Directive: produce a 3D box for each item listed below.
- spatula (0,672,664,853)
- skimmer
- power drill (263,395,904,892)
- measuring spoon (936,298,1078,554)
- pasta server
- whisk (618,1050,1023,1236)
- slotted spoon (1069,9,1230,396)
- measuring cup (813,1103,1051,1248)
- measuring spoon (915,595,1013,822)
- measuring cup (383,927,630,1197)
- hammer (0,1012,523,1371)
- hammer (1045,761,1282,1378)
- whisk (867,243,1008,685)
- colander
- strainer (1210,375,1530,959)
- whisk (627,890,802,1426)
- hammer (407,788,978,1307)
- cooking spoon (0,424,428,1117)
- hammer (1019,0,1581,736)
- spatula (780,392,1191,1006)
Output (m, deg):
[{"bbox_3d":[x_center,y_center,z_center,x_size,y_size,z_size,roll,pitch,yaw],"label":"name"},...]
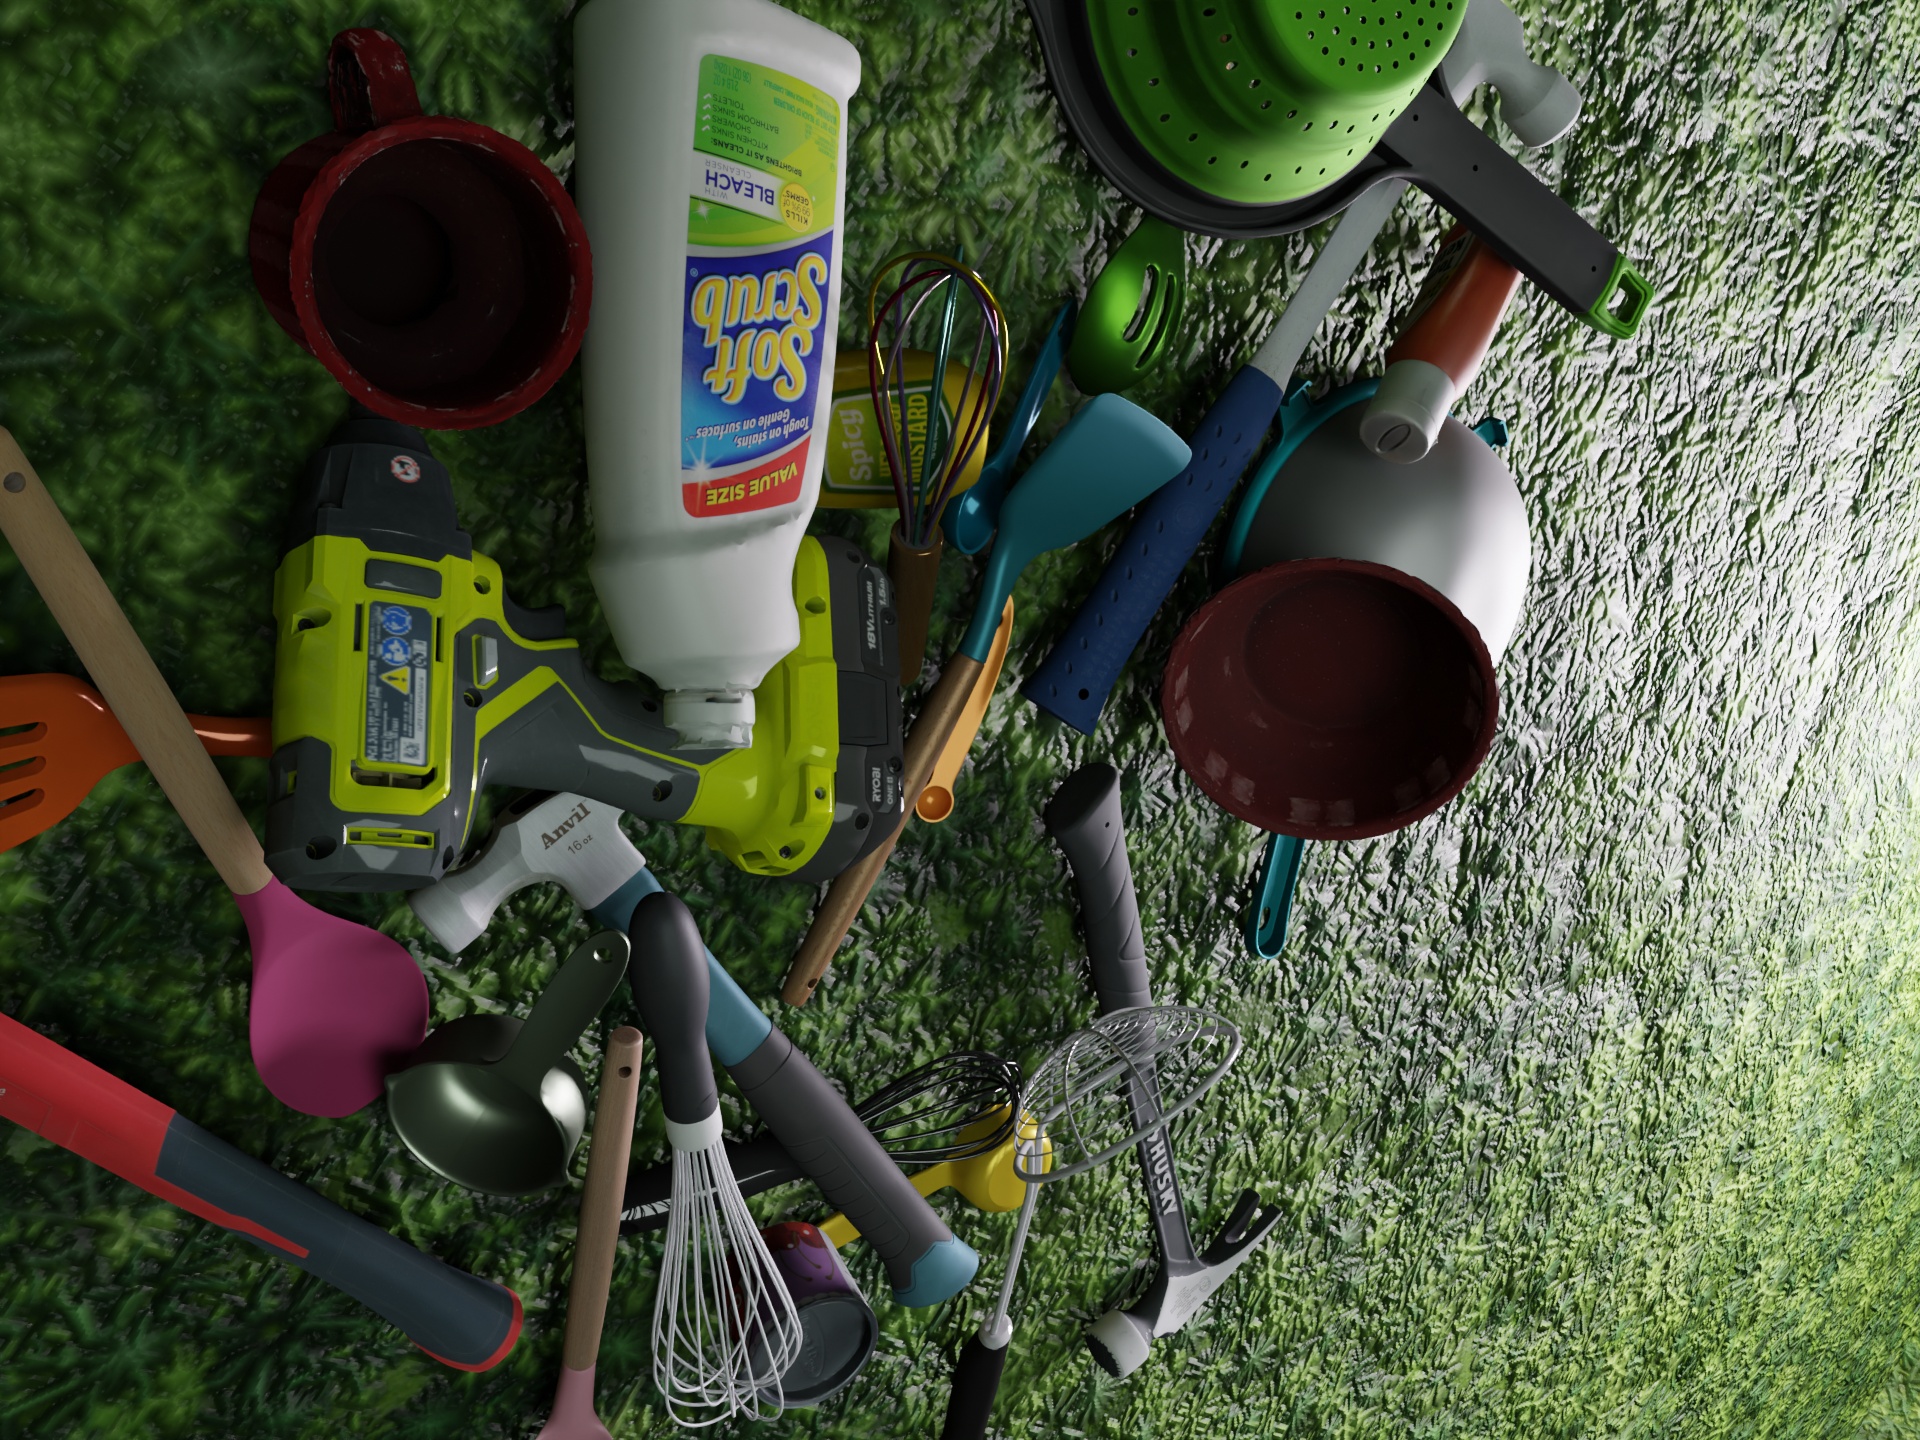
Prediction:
[{"bbox_3d":[-0.215,0.010,0.577,0.322,0.041,0.081,-4,123,-38],"label":"spatula"},{"bbox_3d":[0.054,0.296,0.838,0.127,0.090,0.363,-33,141,-53],"label":"skimmer"},{"bbox_3d":[-0.133,-0.022,0.584,0.223,0.080,0.171,8,73,-39],"label":"power drill"},{"bbox_3d":[0.019,-0.136,0.717,0.128,0.021,0.042,-65,157,-8],"label":"measuring spoon"},{"bbox_3d":[-0.163,0.267,0.699,0.060,0.040,0.316,1,118,-23],"label":"pasta server"},{"bbox_3d":[-0.069,0.209,0.775,0.239,0.055,0.055,-9,114,-30],"label":"whisk"},{"bbox_3d":[0.112,-0.297,0.711,0.070,0.031,0.313,4,105,-52],"label":"slotted spoon"},{"bbox_3d":[-0.016,0.255,0.842,0.156,0.029,0.062,-19,119,-31],"label":"measuring cup"},{"bbox_3d":[0.001,-0.007,0.761,0.021,0.011,0.117,16,95,-23],"label":"measuring spoon"},{"bbox_3d":[-0.163,0.123,0.617,0.083,0.038,0.167,34,122,-9],"label":"measuring cup"},{"bbox_3d":[-0.269,0.146,0.554,0.143,0.038,0.385,-16,136,20],"label":"hammer"},{"bbox_3d":[0.107,0.200,0.913,0.149,0.036,0.408,-30,124,-26],"label":"hammer"},{"bbox_3d":[-0.018,-0.090,0.625,0.047,0.051,0.244,0,148,-8],"label":"whisk"},{"bbox_3d":[0.204,-0.275,0.691,0.396,0.095,0.204,26,91,-28],"label":"colander"},{"bbox_3d":[0.230,-0.013,0.878,0.211,0.095,0.340,0,107,-38],"label":"strainer"},{"bbox_3d":[-0.106,0.189,0.658,0.070,0.070,0.284,-21,124,-30],"label":"whisk"},{"bbox_3d":[-0.089,0.153,0.705,0.128,0.033,0.330,-42,118,-17],"label":"hammer"},{"bbox_3d":[-0.248,0.036,0.535,0.069,0.017,0.318,-39,143,-29],"label":"cooking spoon"},{"bbox_3d":[0.148,-0.177,0.768,0.144,0.035,0.405,32,89,-27],"label":"hammer"},{"bbox_3d":[-0.001,-0.002,0.729,0.082,0.044,0.317,20,100,-52],"label":"spatula"}]
